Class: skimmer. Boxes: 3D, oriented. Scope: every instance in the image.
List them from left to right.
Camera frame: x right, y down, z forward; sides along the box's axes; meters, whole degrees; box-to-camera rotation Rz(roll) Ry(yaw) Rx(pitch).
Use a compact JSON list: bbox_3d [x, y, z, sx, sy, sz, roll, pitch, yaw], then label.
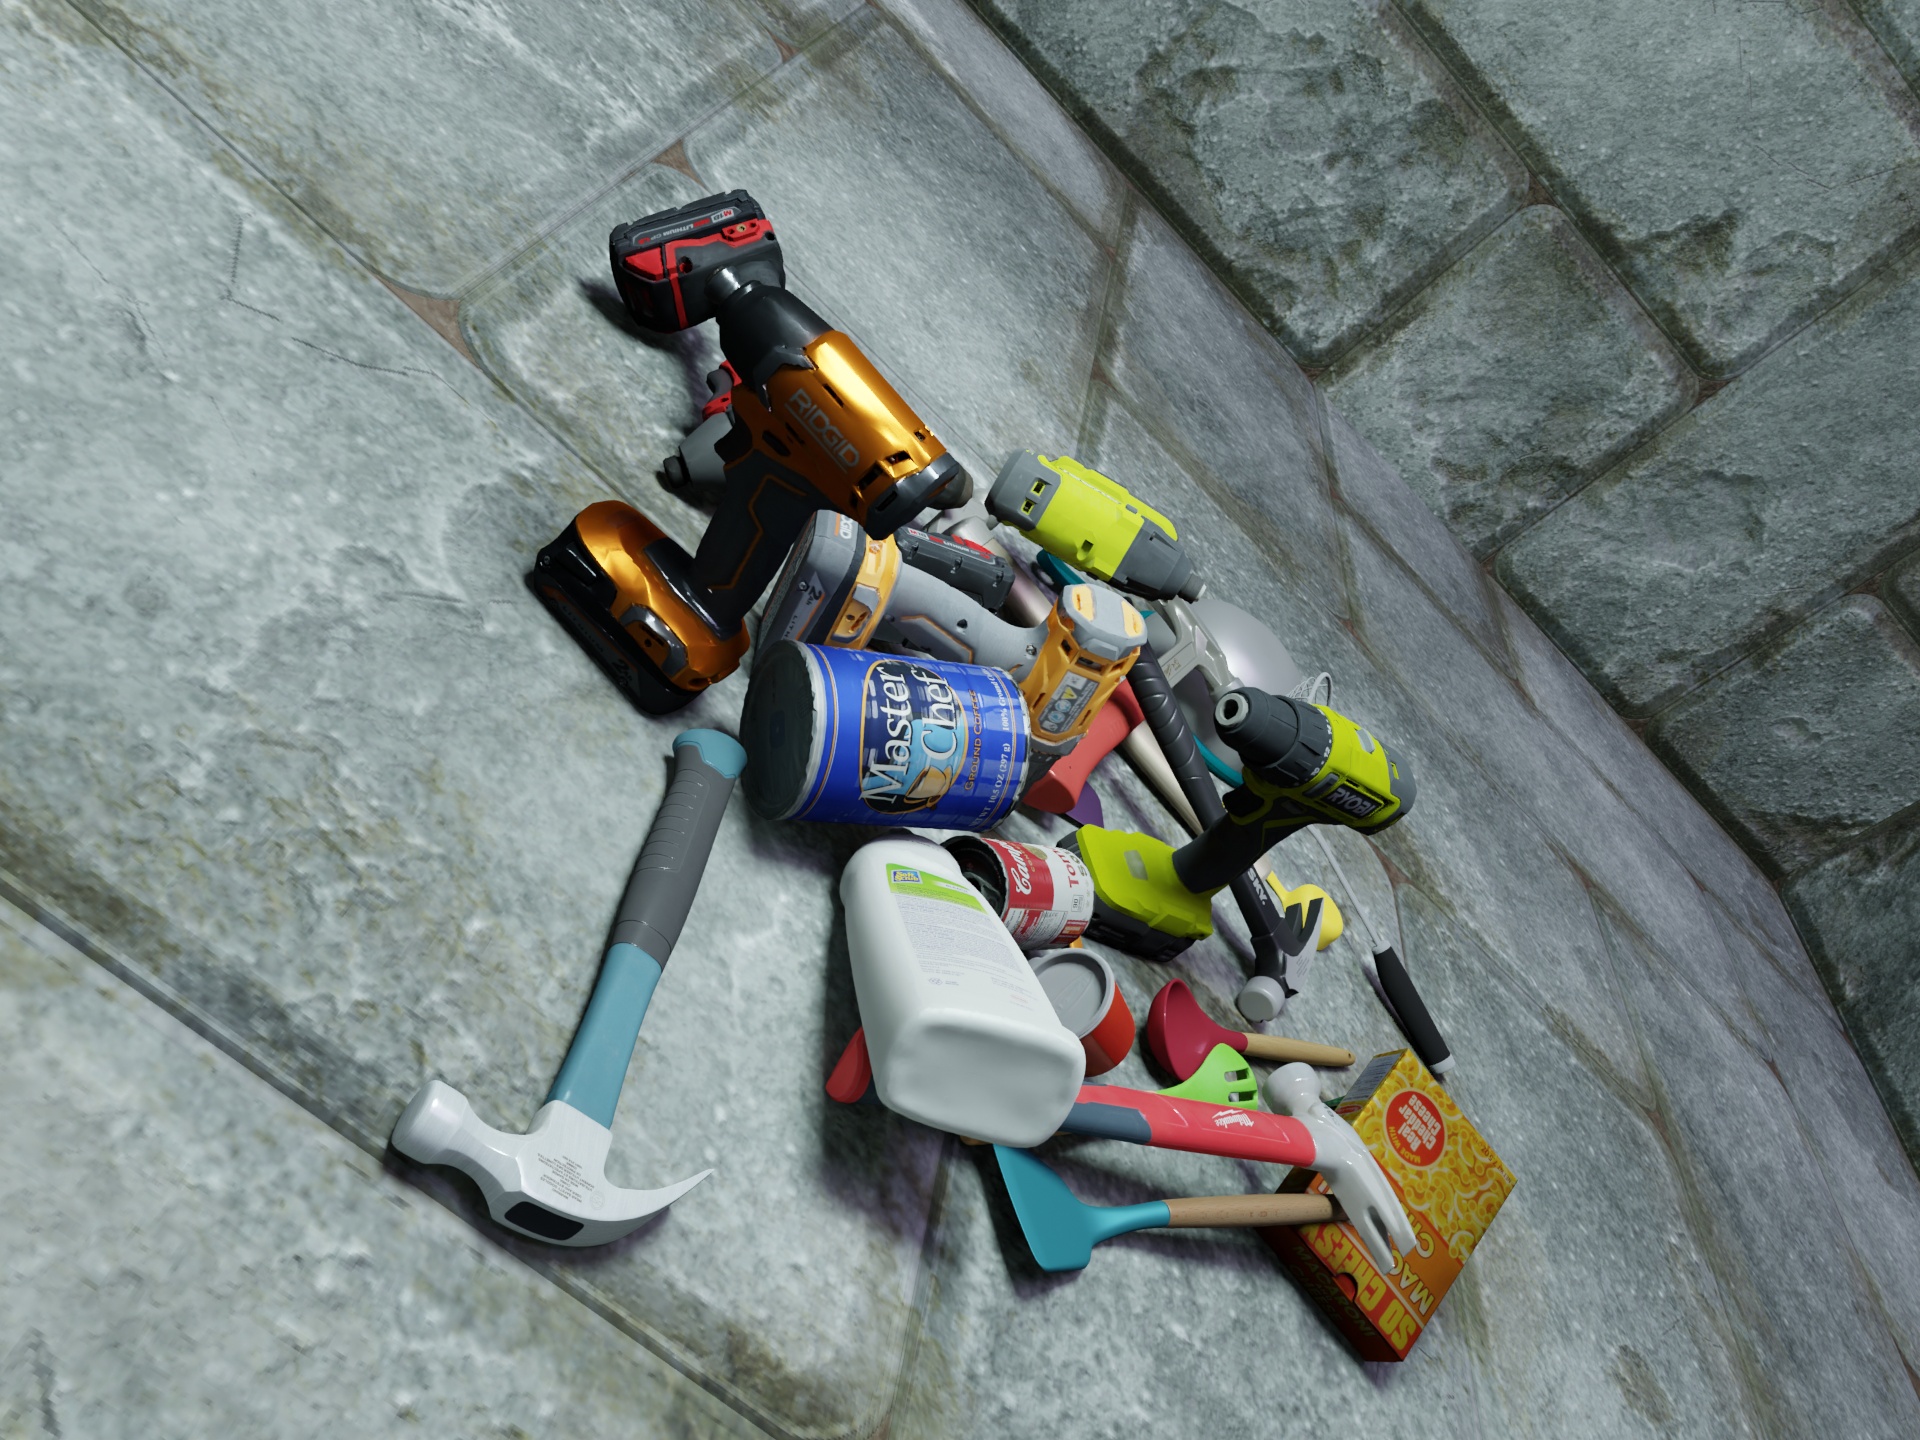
[{"bbox_3d":[0.370,0.136,1.412,0.363,0.090,0.127,62,25,4],"label":"skimmer"}]

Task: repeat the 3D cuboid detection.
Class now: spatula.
[{"bbox_3d":[-0.002,-0.004,1.146,0.315,0.018,0.060,33,35,-33],"label":"spatula"},{"bbox_3d":[0.145,0.288,0.941,0.317,0.044,0.082,9,41,-34],"label":"spatula"}]

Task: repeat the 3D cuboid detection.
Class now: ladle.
[{"bbox_3d":[0.219,0.238,1.173,0.315,0.031,0.069,20,65,-49],"label":"ladle"}]

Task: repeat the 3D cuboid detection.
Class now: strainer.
[{"bbox_3d":[0.217,-0.077,1.488,0.340,0.095,0.211,38,30,-27],"label":"strainer"}]

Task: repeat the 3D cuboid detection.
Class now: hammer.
[{"bbox_3d":[-0.154,0.106,0.762,0.128,0.033,0.331,40,29,-19],"label":"hammer"},{"bbox_3d":[0.116,-0.017,1.325,0.410,0.038,0.146,50,28,-3],"label":"hammer"},{"bbox_3d":[0.129,-0.020,1.276,0.149,0.036,0.359,54,34,1],"label":"hammer"},{"bbox_3d":[0.098,0.236,0.903,0.386,0.038,0.143,17,28,-33],"label":"hammer"},{"bbox_3d":[0.192,0.058,1.243,0.146,0.035,0.334,-37,102,-54],"label":"hammer"}]

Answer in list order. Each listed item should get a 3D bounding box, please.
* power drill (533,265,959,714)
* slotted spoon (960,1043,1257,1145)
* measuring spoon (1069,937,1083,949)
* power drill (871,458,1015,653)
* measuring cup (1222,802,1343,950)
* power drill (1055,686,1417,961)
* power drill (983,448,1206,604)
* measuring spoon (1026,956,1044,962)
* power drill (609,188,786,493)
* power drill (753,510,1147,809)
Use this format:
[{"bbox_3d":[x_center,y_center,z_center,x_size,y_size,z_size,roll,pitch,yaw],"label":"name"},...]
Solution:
[{"bbox_3d":[-0.130,-0.126,0.871,0.164,0.226,0.084,49,27,-4],"label":"power drill"},{"bbox_3d":[0.105,0.243,0.989,0.313,0.031,0.070,9,76,-49],"label":"slotted spoon"},{"bbox_3d":[0.085,0.169,1.061,0.021,0.011,0.117,50,23,-48],"label":"measuring spoon"},{"bbox_3d":[-0.041,-0.148,1.166,0.187,0.080,0.227,14,34,-37],"label":"power drill"},{"bbox_3d":[0.283,0.131,1.400,0.156,0.029,0.062,55,27,2],"label":"measuring cup"},{"bbox_3d":[0.178,0.068,1.099,0.190,0.228,0.080,24,37,-42],"label":"power drill"},{"bbox_3d":[0.110,-0.147,1.245,0.171,0.080,0.223,30,10,1],"label":"power drill"},{"bbox_3d":[0.045,0.159,1.016,0.124,0.018,0.034,7,50,-55],"label":"measuring spoon"},{"bbox_3d":[-0.161,-0.253,1.101,0.078,0.143,0.220,89,-22,-63],"label":"power drill"},{"bbox_3d":[-0.017,-0.032,1.034,0.226,0.185,0.084,20,36,-15],"label":"power drill"}]
